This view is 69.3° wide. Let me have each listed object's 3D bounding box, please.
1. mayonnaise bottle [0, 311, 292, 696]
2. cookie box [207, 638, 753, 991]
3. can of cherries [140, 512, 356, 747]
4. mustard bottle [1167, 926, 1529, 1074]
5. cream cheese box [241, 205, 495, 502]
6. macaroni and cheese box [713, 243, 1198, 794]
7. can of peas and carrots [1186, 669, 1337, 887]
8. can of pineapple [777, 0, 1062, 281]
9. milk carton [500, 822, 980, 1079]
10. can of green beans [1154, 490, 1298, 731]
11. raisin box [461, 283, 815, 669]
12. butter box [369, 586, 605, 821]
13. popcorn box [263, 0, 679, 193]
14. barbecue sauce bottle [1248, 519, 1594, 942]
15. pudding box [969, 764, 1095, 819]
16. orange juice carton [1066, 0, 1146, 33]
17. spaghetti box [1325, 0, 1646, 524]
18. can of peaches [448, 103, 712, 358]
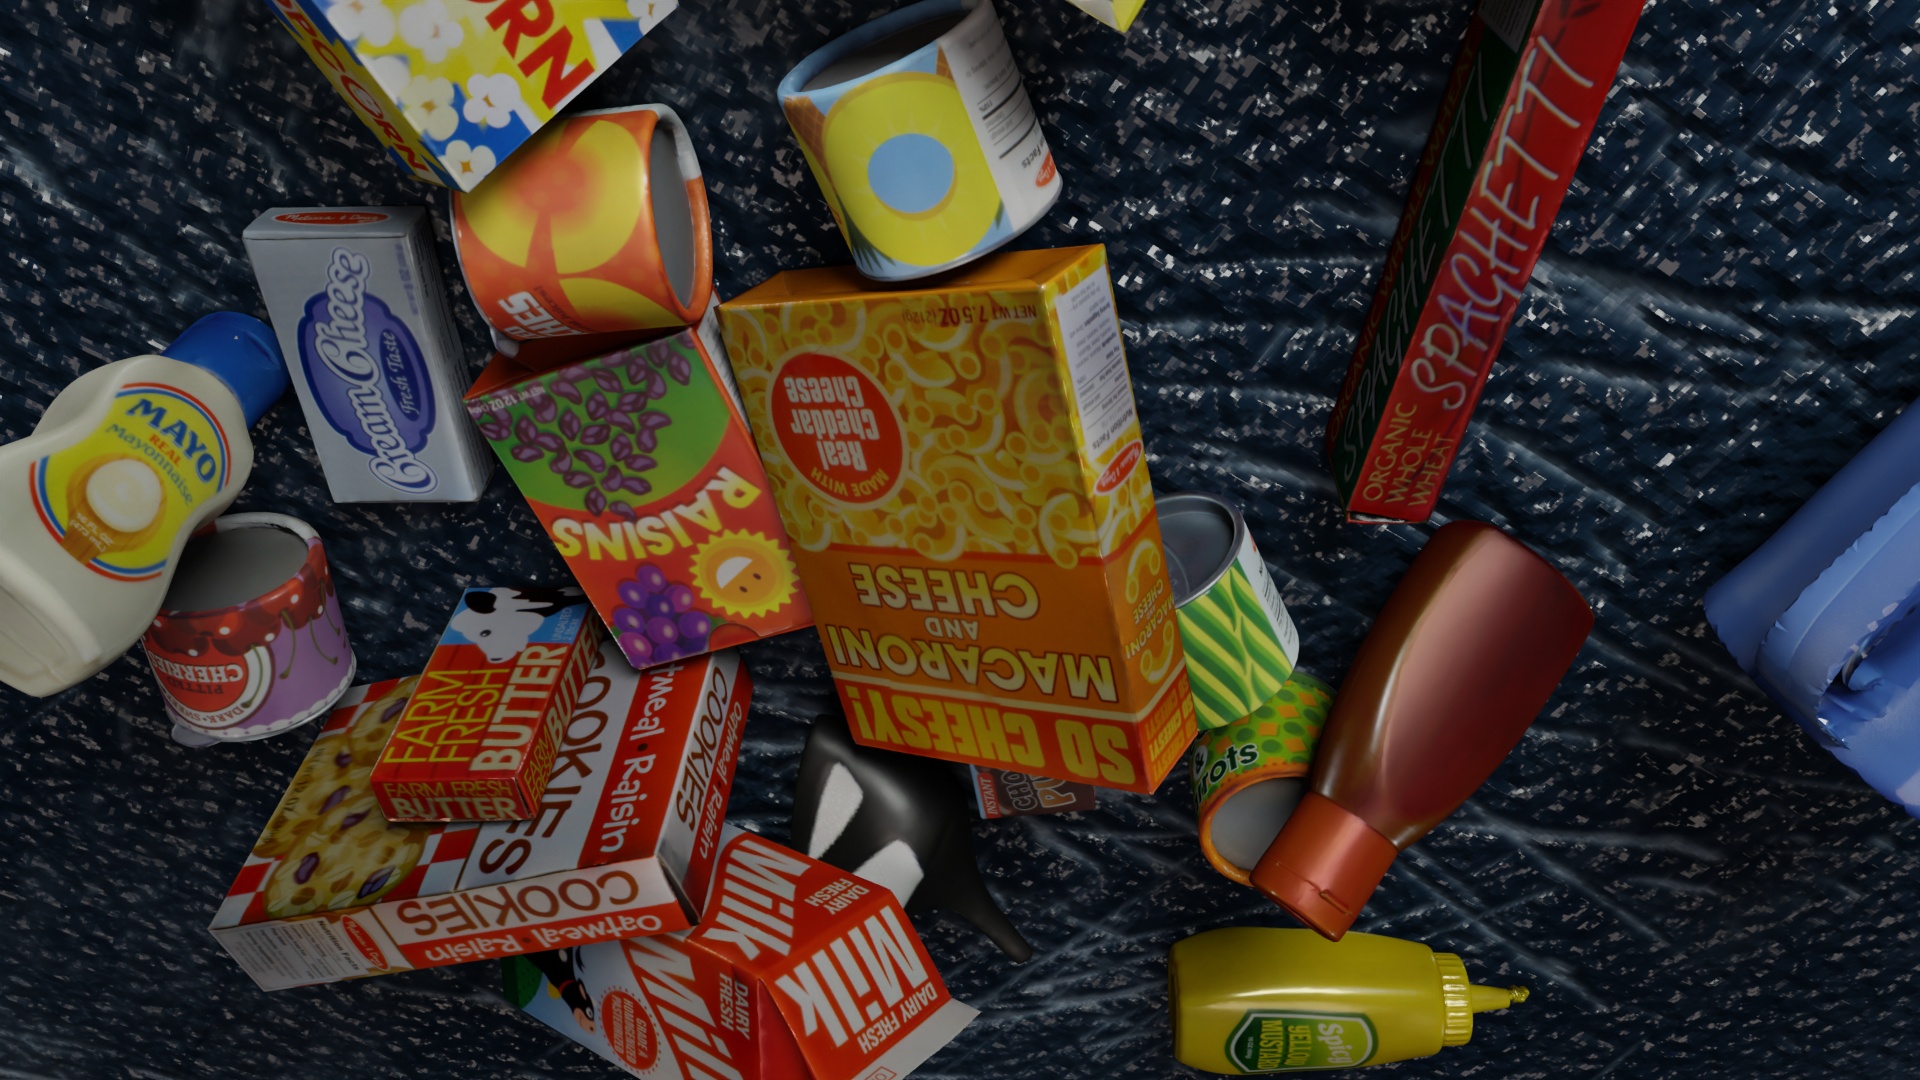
[{"bbox_3d":[-0.253,-0.022,0.423,0.041,0.149,0.064,-25,120,19],"label":"mayonnaise bottle"},{"bbox_3d":[-0.169,0.096,0.517,0.167,0.123,0.040,-11,125,10],"label":"cookie box"},{"bbox_3d":[-0.264,0.032,0.509,0.071,0.072,0.058,3,125,0],"label":"can of cherries"},{"bbox_3d":[0.175,0.206,0.624,0.160,0.049,0.065,-3,126,5],"label":"mustard bottle"},{"bbox_3d":[-0.197,-0.060,0.470,0.053,0.024,0.103,0,125,3],"label":"cream cheese box"},{"bbox_3d":[0.002,-0.006,0.444,0.123,0.040,0.165,3,120,35],"label":"macaroni and cheese box"},{"bbox_3d":[0.120,0.092,0.541,0.071,0.059,0.070,1,125,2],"label":"can of peas and carrots"},{"bbox_3d":[-0.013,-0.115,0.398,0.071,0.071,0.057,-17,122,14],"label":"can of pineapple"},{"bbox_3d":[-0.089,0.161,0.527,0.190,0.072,0.073,12,110,34],"label":"milk carton"},{"bbox_3d":[0.079,0.025,0.492,0.071,0.071,0.057,-22,122,17],"label":"can of green beans"},{"bbox_3d":[-0.100,-0.019,0.486,0.086,0.040,0.123,-16,123,12],"label":"raisin box"},{"bbox_3d":[-0.168,0.057,0.502,0.053,0.104,0.024,-1,126,3],"label":"butter box"},{"bbox_3d":[-0.138,-0.163,0.343,0.038,0.085,0.126,23,155,39],"label":"popcorn box"},{"bbox_3d":[0.157,0.068,0.484,0.065,0.043,0.149,39,81,-12],"label":"barbecue sauce bottle"},{"bbox_3d":[0.025,0.069,0.547,0.050,0.030,0.083,-6,124,8],"label":"pudding box"},{"bbox_3d":[-0.023,-0.203,0.321,0.193,0.073,0.071,29,119,-4],"label":"orange juice carton"},{"bbox_3d":[0.156,-0.117,0.399,0.029,0.050,0.248,9,125,-2],"label":"spaghetti box"},{"bbox_3d":[-0.111,-0.093,0.417,0.058,0.071,0.071,-5,125,5],"label":"can of peaches"}]
